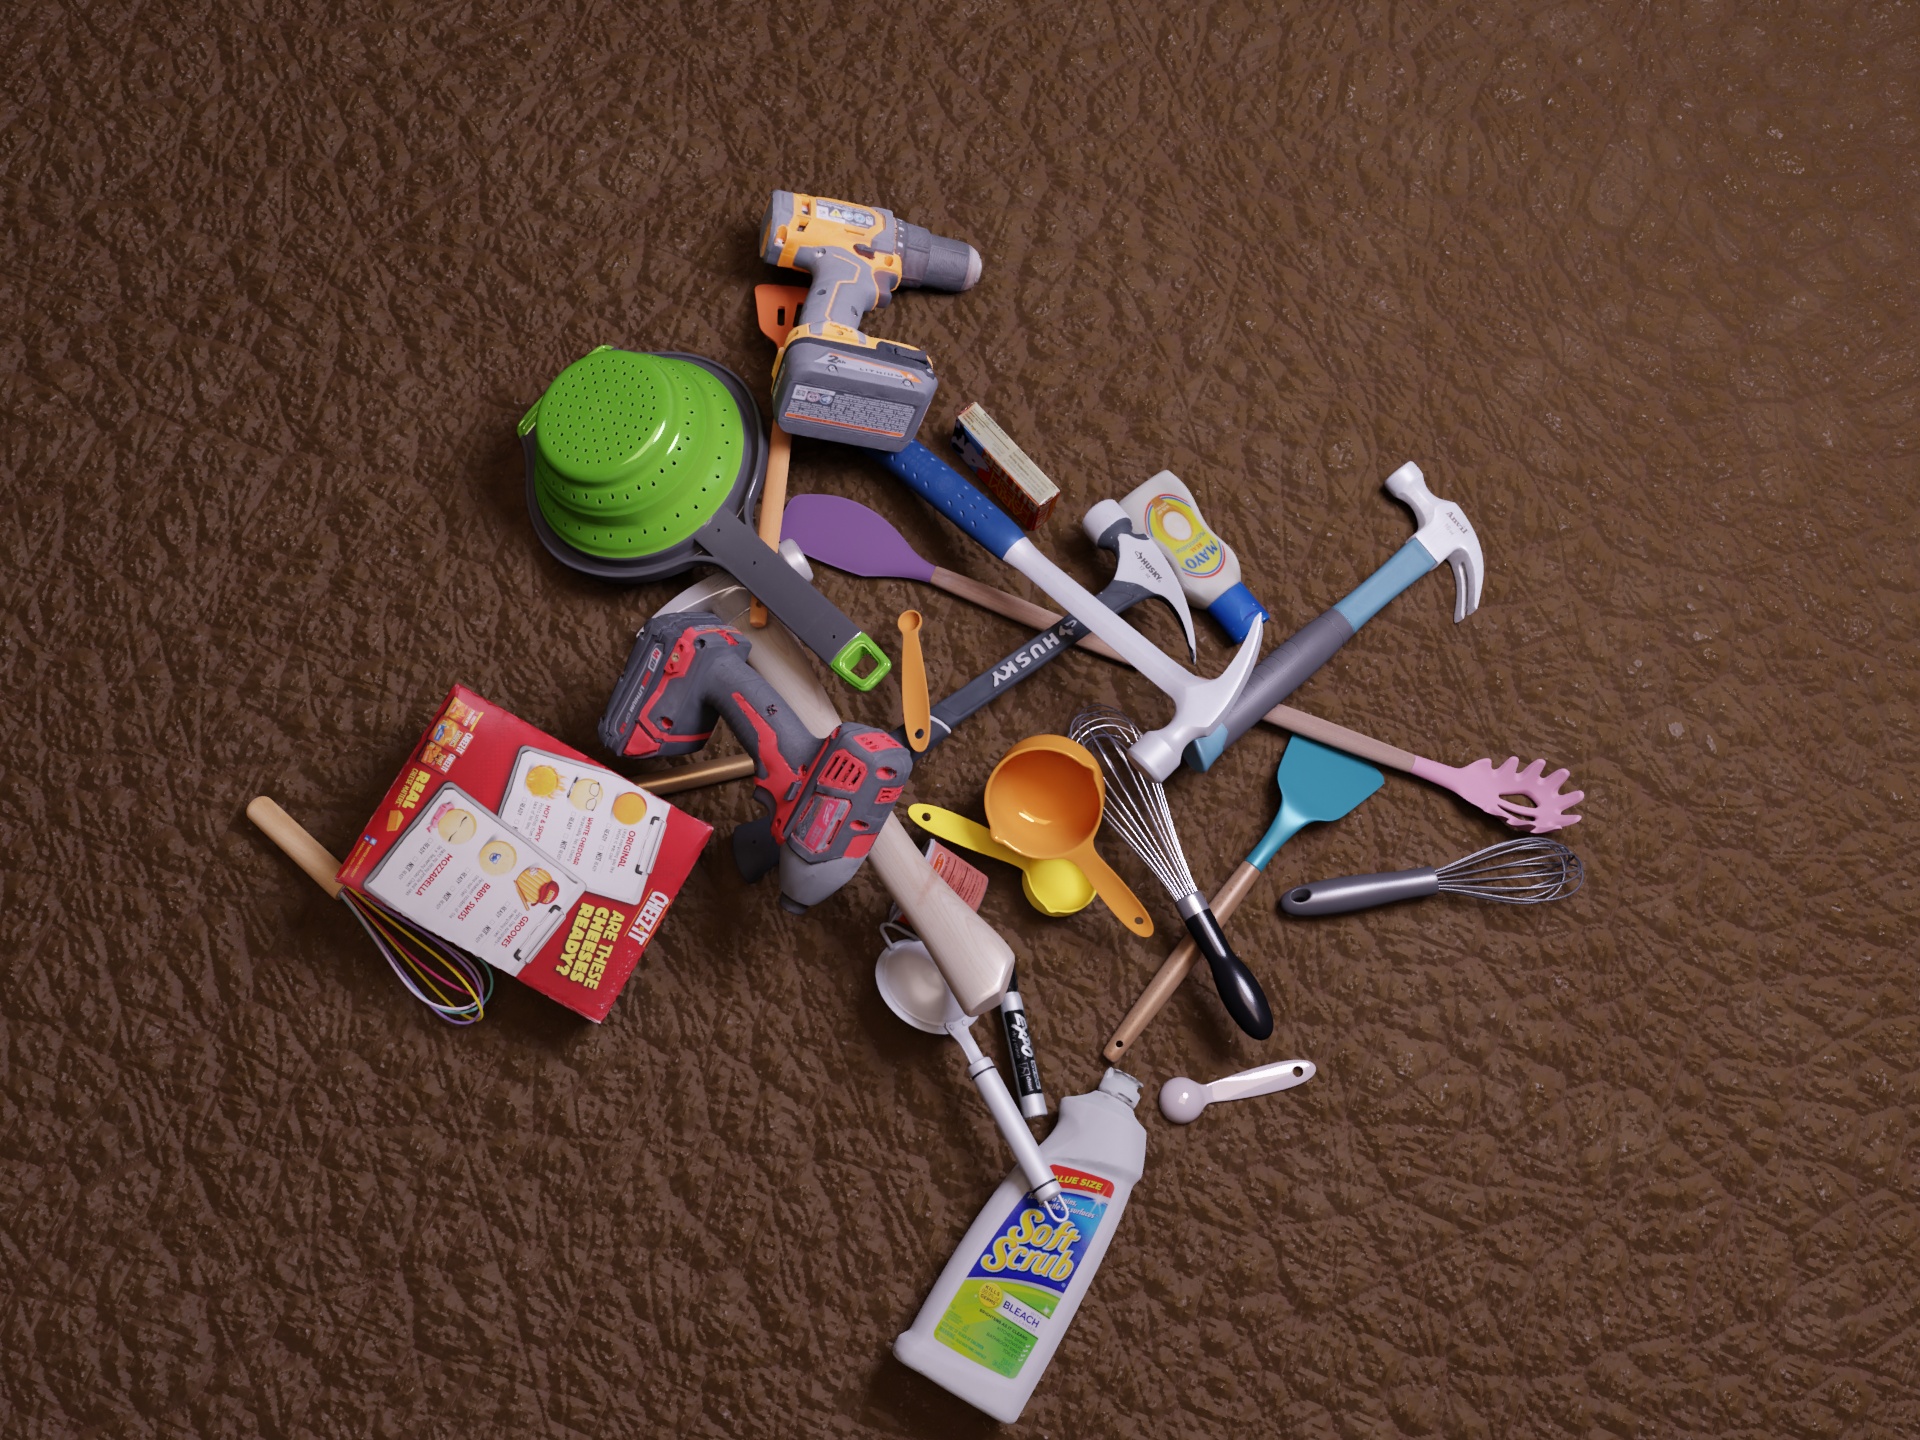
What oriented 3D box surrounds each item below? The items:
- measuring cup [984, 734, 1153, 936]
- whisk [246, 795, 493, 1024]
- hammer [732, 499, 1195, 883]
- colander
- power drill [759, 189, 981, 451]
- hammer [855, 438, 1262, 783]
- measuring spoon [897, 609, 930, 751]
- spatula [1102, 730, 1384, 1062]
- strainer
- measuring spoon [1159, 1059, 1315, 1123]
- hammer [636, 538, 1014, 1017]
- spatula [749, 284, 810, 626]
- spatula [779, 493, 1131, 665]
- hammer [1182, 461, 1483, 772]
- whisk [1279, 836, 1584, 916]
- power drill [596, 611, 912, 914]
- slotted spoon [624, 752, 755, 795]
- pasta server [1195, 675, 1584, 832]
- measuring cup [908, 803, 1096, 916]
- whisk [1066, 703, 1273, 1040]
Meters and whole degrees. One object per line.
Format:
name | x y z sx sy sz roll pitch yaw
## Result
measuring cup | 0.091 0.086 1.190 0.095 0.052 0.173 -36 99 18
whisk | -0.439 0.137 1.181 0.245 0.047 0.051 40 78 10
hammer | -0.002 -0.004 1.224 0.409 0.036 0.149 -35 66 -4
colander | -0.202 -0.164 1.194 0.204 0.094 0.397 -46 69 -5
power drill | -0.067 -0.324 1.273 0.185 0.084 0.226 7 55 -18
hammer | 0.054 -0.129 1.224 0.144 0.035 0.406 -44 66 -8
measuring spoon | -0.034 -0.030 1.217 0.021 0.011 0.117 -12 68 17
spatula | 0.211 0.136 1.232 0.082 0.044 0.317 38 81 8
strainer | 0.013 0.244 1.153 0.087 0.050 0.259 -12 61 -38
measuring spoon | 0.210 0.275 1.198 0.124 0.018 0.034 -12 77 -7
hammer | -0.093 0.046 1.175 0.146 0.038 0.411 -30 64 -8
spatula | -0.143 -0.222 1.275 0.081 0.041 0.323 6 70 -4
spatula | 0.002 -0.110 1.283 0.316 0.018 0.060 23 72 3
hammer | 0.291 -0.071 1.260 0.331 0.033 0.128 -38 84 -21
whisk | 0.366 0.128 1.233 0.239 0.055 0.055 -8 76 -1
power drill | -0.146 0.029 1.127 0.220 0.078 0.143 36 109 23
slotted spoon | -0.263 0.057 1.220 0.313 0.031 0.070 -13 83 -9
pasta server | 0.333 0.021 1.255 0.316 0.040 0.060 20 61 0
measuring cup | 0.030 0.103 1.217 0.156 0.029 0.062 24 65 -2
whisk | 0.160 0.112 1.200 0.070 0.070 0.285 -26 72 -9
